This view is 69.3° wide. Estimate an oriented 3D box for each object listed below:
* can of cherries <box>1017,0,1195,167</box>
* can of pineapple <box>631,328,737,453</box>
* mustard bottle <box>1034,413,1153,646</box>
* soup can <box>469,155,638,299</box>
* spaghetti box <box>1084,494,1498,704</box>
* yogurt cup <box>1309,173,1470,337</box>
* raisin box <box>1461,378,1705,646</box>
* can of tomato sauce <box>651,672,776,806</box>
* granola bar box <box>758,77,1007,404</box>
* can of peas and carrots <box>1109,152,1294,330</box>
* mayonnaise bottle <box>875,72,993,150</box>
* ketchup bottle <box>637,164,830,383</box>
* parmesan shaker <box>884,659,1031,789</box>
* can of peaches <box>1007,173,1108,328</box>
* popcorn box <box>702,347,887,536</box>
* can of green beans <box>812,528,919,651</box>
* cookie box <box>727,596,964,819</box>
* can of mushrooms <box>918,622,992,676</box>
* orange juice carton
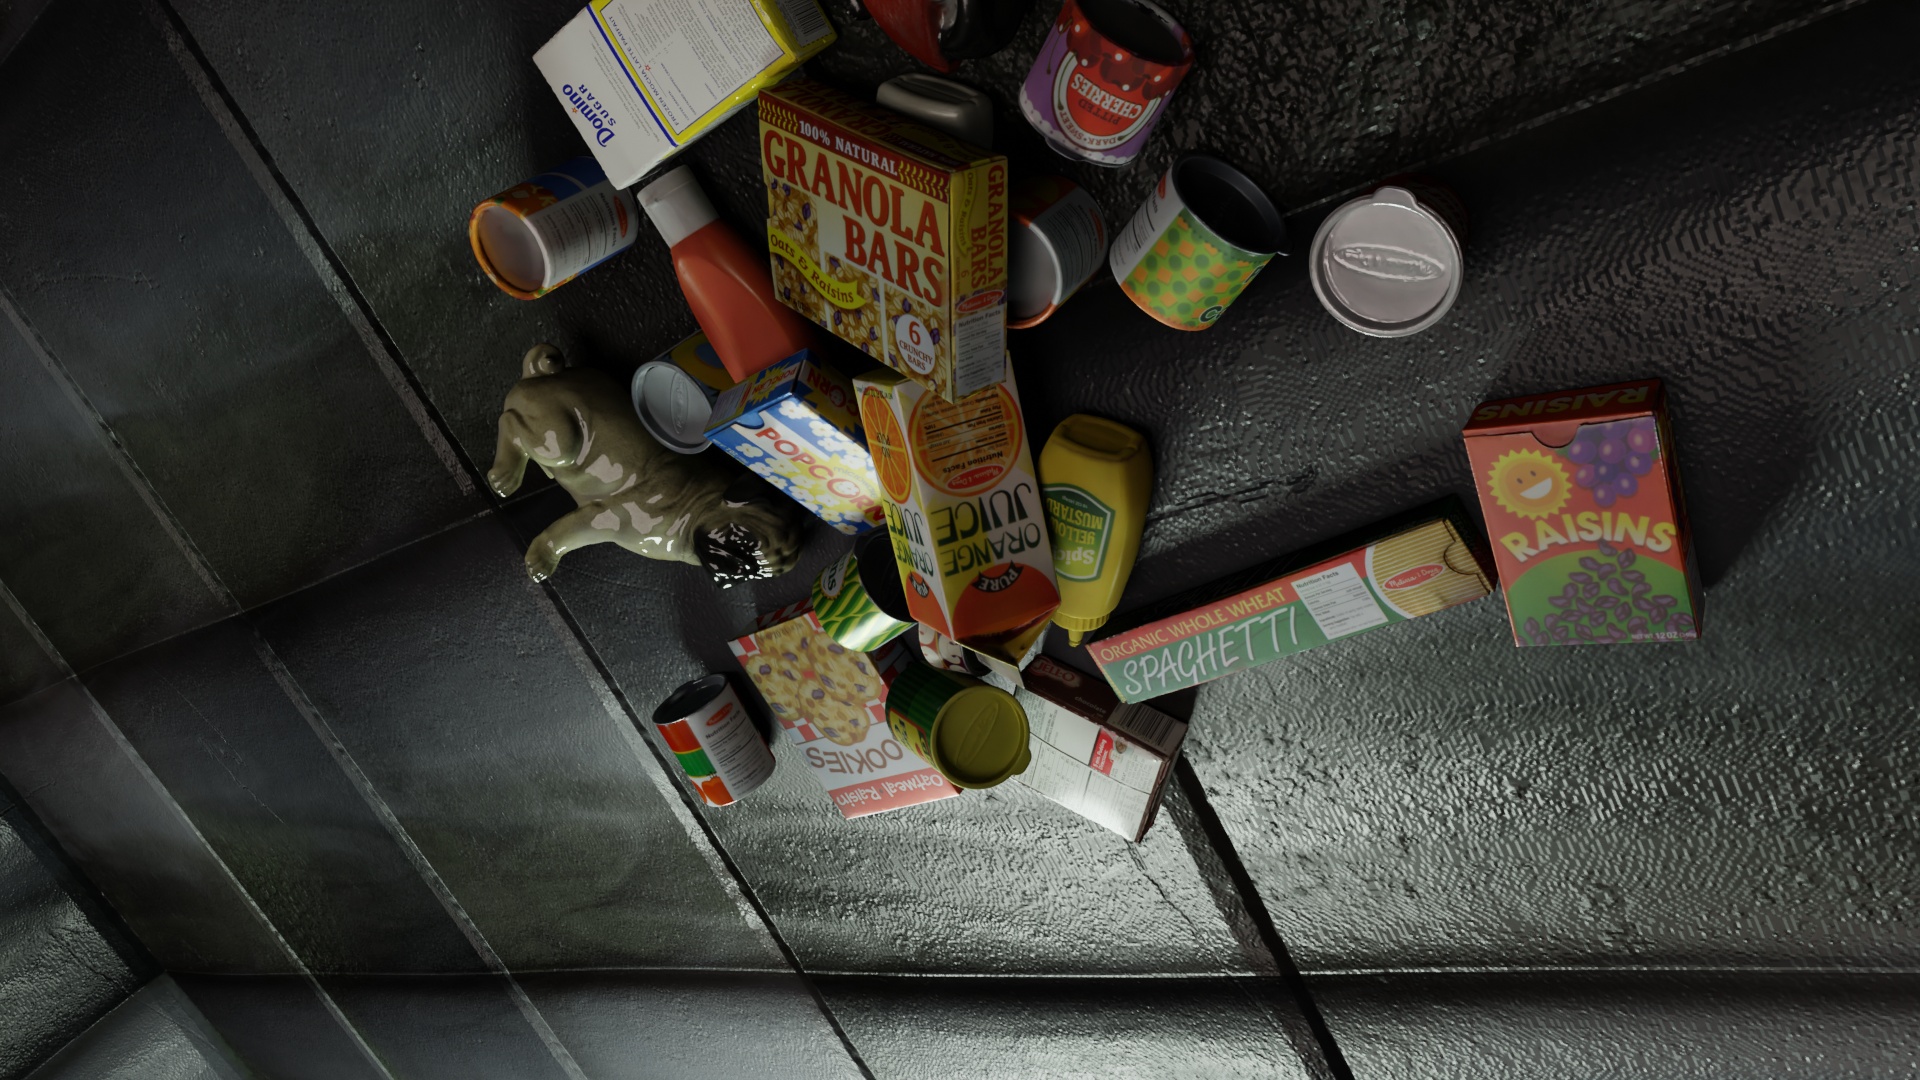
[{"bbox_3d":[0.069,-0.219,0.655,0.071,0.072,0.058,38,133,5],"label":"can of cherries"},{"bbox_3d":[-0.169,-0.097,0.906,0.071,0.058,0.070,17,129,23],"label":"can of pineapple"},{"bbox_3d":[0.075,0.005,0.822,0.065,0.049,0.159,21,130,24],"label":"mustard bottle"},{"bbox_3d":[-0.258,-0.198,0.877,0.071,0.084,0.071,18,129,23],"label":"soup can"},{"bbox_3d":[0.179,0.039,0.791,0.249,0.029,0.050,-24,105,42],"label":"spaghetti box"},{"bbox_3d":[0.201,-0.134,0.639,0.072,0.054,0.072,17,128,23],"label":"yogurt cup"},{"bbox_3d":[0.301,-0.010,0.669,0.086,0.040,0.123,-5,116,37],"label":"raisin box"},{"bbox_3d":[-0.194,0.157,1.094,0.071,0.071,0.083,-12,114,38],"label":"can of tomato sauce"},{"bbox_3d":[-0.043,-0.161,0.730,0.166,0.039,0.123,34,138,39],"label":"granola bar box"},{"bbox_3d":[0.117,-0.144,0.680,0.071,0.071,0.058,42,134,2],"label":"can of peas and carrots"},{"bbox_3d":[-0.017,-0.176,0.763,0.065,0.041,0.147,27,134,27],"label":"mayonnaise bottle"},{"bbox_3d":[-0.143,-0.157,0.857,0.064,0.044,0.148,-20,108,41],"label":"ketchup bottle"},{"bbox_3d":[-0.003,0.120,0.912,0.071,0.071,0.103,59,165,-14],"label":"parmesan shaker"},{"bbox_3d":[0.034,-0.152,0.733,0.071,0.058,0.071,17,128,23],"label":"can of peaches"},{"bbox_3d":[-0.081,-0.057,0.854,0.085,0.038,0.126,-18,137,41],"label":"popcorn box"},{"bbox_3d":[-0.056,0.033,0.916,0.071,0.071,0.057,50,134,-7],"label":"can of green beans"},{"bbox_3d":[-0.076,0.118,1.008,0.122,0.040,0.167,-21,106,41],"label":"cookie box"},{"bbox_3d":[0.003,0.050,0.889,0.033,0.071,0.070,8,124,31],"label":"can of mushrooms"},{"bbox_3d":[0.003,-0.010,0.802,0.072,0.073,0.192,21,127,65],"label":"orange juice carton"}]
